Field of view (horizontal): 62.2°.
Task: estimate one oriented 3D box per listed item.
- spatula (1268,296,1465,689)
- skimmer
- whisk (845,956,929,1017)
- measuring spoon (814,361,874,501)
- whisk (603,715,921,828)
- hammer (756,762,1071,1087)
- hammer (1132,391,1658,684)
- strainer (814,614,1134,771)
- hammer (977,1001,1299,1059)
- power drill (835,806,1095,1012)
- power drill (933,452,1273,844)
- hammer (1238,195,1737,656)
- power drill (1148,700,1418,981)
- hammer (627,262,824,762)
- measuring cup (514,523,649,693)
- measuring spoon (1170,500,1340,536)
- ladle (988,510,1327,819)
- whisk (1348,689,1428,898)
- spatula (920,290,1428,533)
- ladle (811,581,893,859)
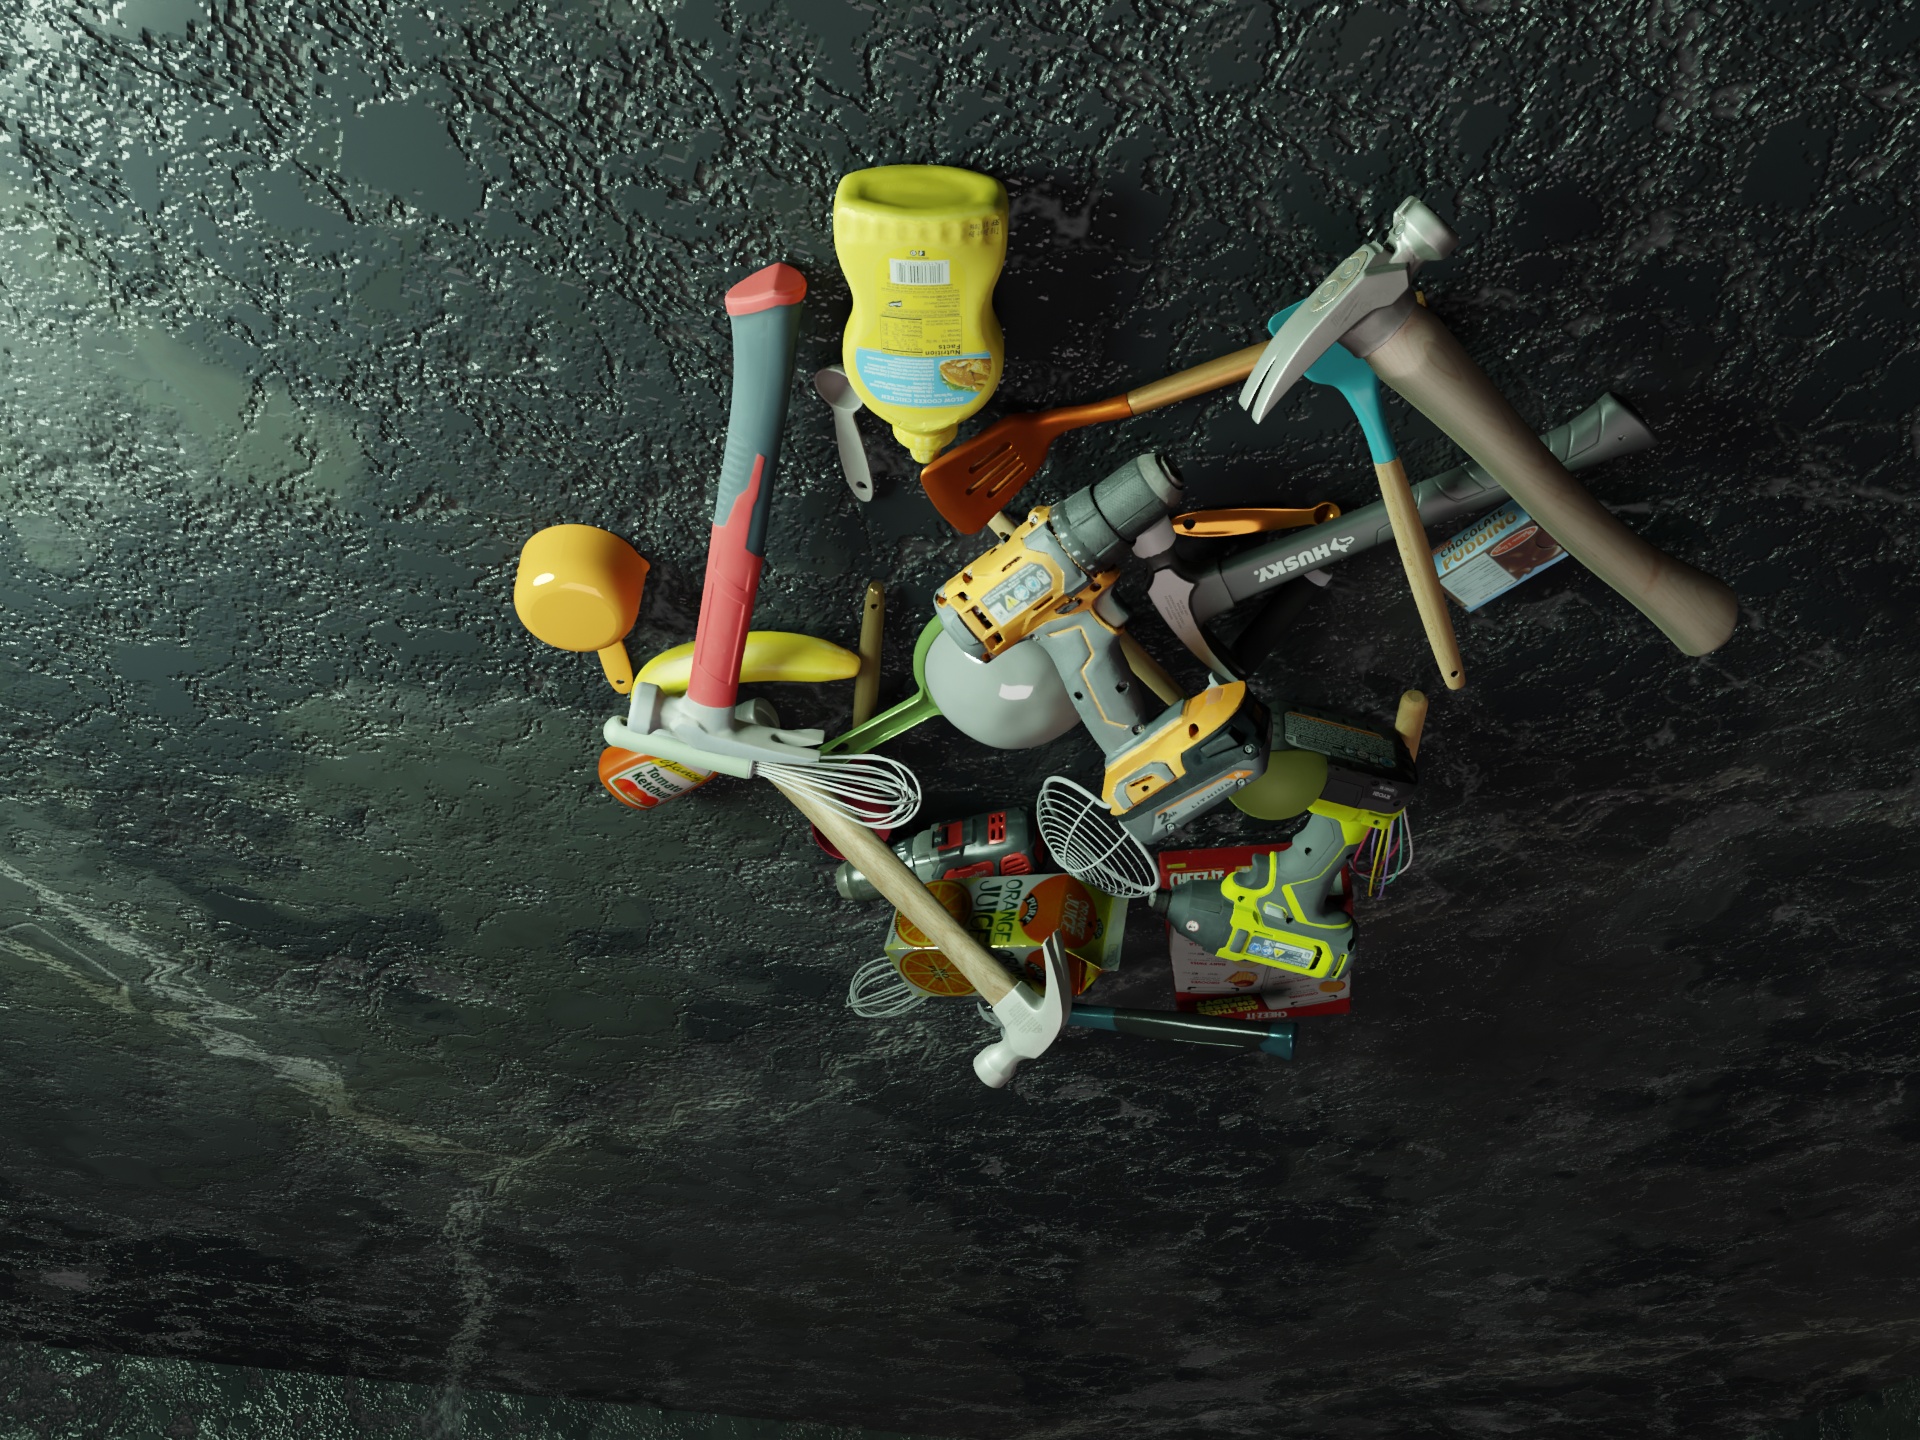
[{"bbox_3d":[0.277,-0.139,1.007,0.082,0.044,0.317,-21,121,12],"label":"spatula"},{"bbox_3d":[0.178,0.006,1.237,0.127,0.090,0.363,43,123,11],"label":"skimmer"},{"bbox_3d":[0.006,0.209,1.378,0.239,0.055,0.055,-21,137,16],"label":"whisk"},{"bbox_3d":[-0.068,-0.187,1.027,0.034,0.018,0.124,19,151,17],"label":"measuring spoon"},{"bbox_3d":[-0.150,0.034,1.205,0.246,0.058,0.059,14,112,-1],"label":"whisk"},{"bbox_3d":[-0.043,0.132,1.253,0.331,0.031,0.130,46,116,6],"label":"hammer"},{"bbox_3d":[0.290,-0.131,1.059,0.335,0.035,0.146,-21,120,18],"label":"hammer"},{"bbox_3d":[-0.002,-0.004,1.187,0.256,0.069,0.151,-27,135,19],"label":"strainer"},{"bbox_3d":[0.164,0.287,1.515,0.331,0.033,0.128,1,142,31],"label":"hammer"},{"bbox_3d":[0.012,0.170,1.419,0.188,0.080,0.226,-15,136,17],"label":"power drill"},{"bbox_3d":[0.117,-0.051,1.057,0.185,0.084,0.226,-36,100,25],"label":"power drill"},{"bbox_3d":[0.351,-0.142,0.986,0.410,0.038,0.146,32,113,-30],"label":"hammer"},{"bbox_3d":[0.258,0.103,1.278,0.171,0.080,0.223,15,124,0],"label":"power drill"},{"bbox_3d":[-0.131,-0.119,1.052,0.143,0.038,0.386,11,133,-7],"label":"hammer"},{"bbox_3d":[-0.265,-0.061,1.146,0.095,0.052,0.173,-3,139,3],"label":"measuring cup"},{"bbox_3d":[0.201,-0.139,1.090,0.117,0.011,0.021,-3,127,9],"label":"measuring spoon"},{"bbox_3d":[0.140,-0.041,1.129,0.320,0.062,0.078,43,140,-14],"label":"ladle"},{"bbox_3d":[0.358,0.062,1.320,0.047,0.051,0.244,-29,141,-21],"label":"whisk"},{"bbox_3d":[0.131,-0.198,0.991,0.322,0.041,0.081,-17,150,17],"label":"spatula"},{"bbox_3d":[-0.078,0.006,1.254,0.069,0.031,0.315,2,139,-7],"label":"ladle"}]
